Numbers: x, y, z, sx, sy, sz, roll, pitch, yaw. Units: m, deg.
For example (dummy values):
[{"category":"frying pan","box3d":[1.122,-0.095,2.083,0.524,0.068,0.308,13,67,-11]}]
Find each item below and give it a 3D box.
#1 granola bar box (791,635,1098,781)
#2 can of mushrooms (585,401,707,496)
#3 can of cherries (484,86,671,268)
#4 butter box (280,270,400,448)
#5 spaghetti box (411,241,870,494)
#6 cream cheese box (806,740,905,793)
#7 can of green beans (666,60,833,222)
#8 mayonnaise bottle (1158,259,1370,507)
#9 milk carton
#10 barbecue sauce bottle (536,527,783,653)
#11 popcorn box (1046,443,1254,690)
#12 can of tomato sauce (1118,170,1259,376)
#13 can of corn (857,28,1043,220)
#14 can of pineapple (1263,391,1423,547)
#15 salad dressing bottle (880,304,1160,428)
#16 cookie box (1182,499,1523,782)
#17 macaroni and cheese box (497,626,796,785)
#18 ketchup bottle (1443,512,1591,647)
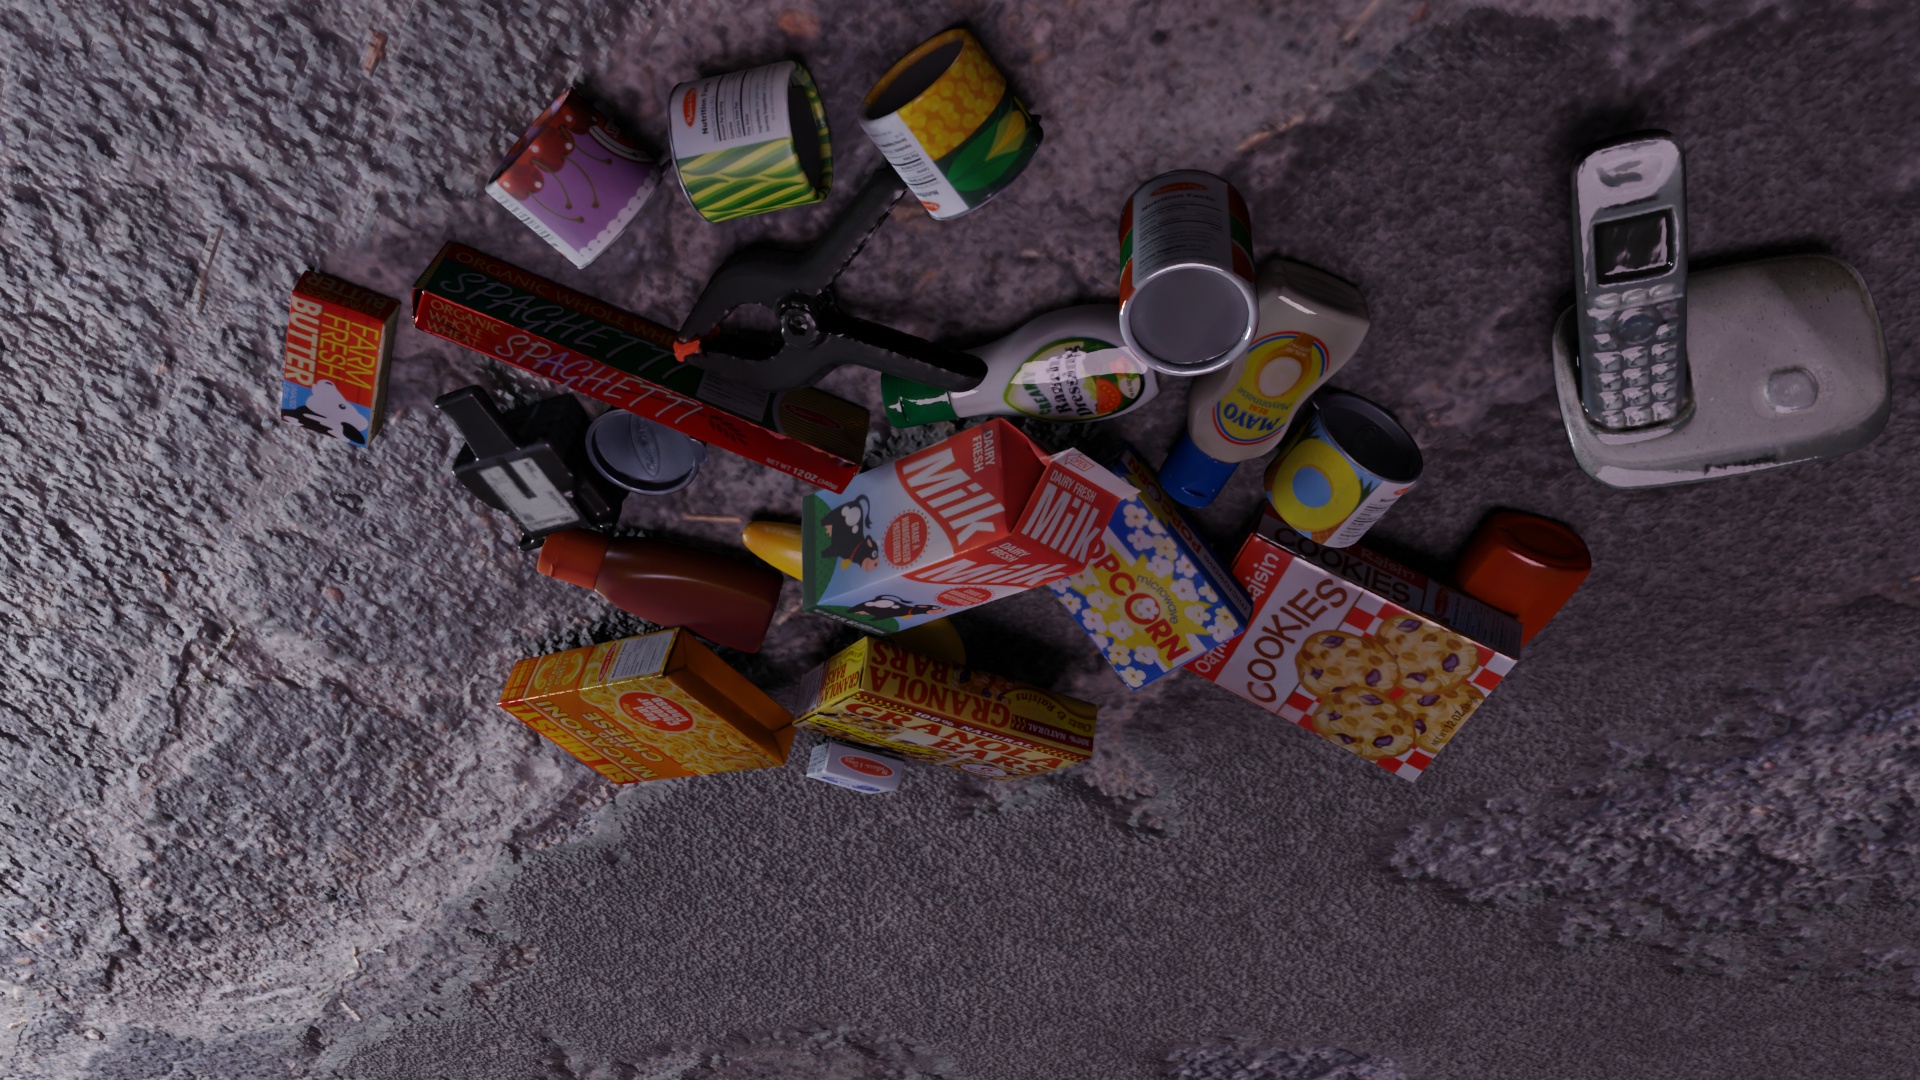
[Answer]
[{"category":"granola bar box","box3d":[-0.012,0.115,0.912,0.165,0.039,0.123,19,156,-21]},{"category":"can of mushrooms","box3d":[-0.179,-0.061,0.809,0.071,0.034,0.070,3,133,4]},{"category":"can of cherries","box3d":[-0.186,-0.178,0.677,0.071,0.072,0.058,-32,122,31]},{"category":"butter box","box3d":[-0.356,-0.102,0.795,0.053,0.024,0.103,19,133,-12]},{"category":"spaghetti box","box3d":[-0.171,-0.094,0.765,0.250,0.050,0.028,21,131,-13]},{"category":"cream cheese box","box3d":[-0.076,0.161,0.983,0.053,0.024,0.103,17,165,-9]},{"category":"can of green beans","box3d":[-0.098,-0.188,0.655,0.058,0.071,0.071,-7,132,13]},{"category":"mayonnaise bottle","box3d":[0.156,-0.079,0.748,0.065,0.041,0.147,17,132,-13]},{"category":"milk carton","box3d":[0.003,-0.010,0.780,0.190,0.074,0.072,-19,152,32]},{"category":"barbecue sauce bottle","box3d":[-0.192,0.026,0.887,0.148,0.044,0.064,18,137,-10]},{"category":"popcorn box","box3d":[0.101,0.017,0.819,0.085,0.038,0.126,-34,99,33]},{"category":"can of tomato sauce","box3d":[0.111,-0.129,0.677,0.071,0.083,0.070,3,134,4]},{"category":"can of corn","box3d":[-0.003,-0.194,0.641,0.071,0.071,0.058,-25,126,27]},{"category":"can of pineapple","box3d":[0.208,-0.040,0.765,0.071,0.071,0.057,21,132,-14]},{"category":"salad dressing bottle","box3d":[0.032,-0.089,0.751,0.147,0.044,0.064,-8,129,14]},{"category":"cookie box","box3d":[0.231,0.063,0.845,0.167,0.040,0.122,27,133,6]},{"category":"macaroni and cheese box","box3d":[-0.214,0.117,0.953,0.166,0.040,0.123,-12,138,34]},{"category":"ketchup bottle","box3d":[0.319,0.049,0.852,0.065,0.044,0.148,15,134,-5]}]
